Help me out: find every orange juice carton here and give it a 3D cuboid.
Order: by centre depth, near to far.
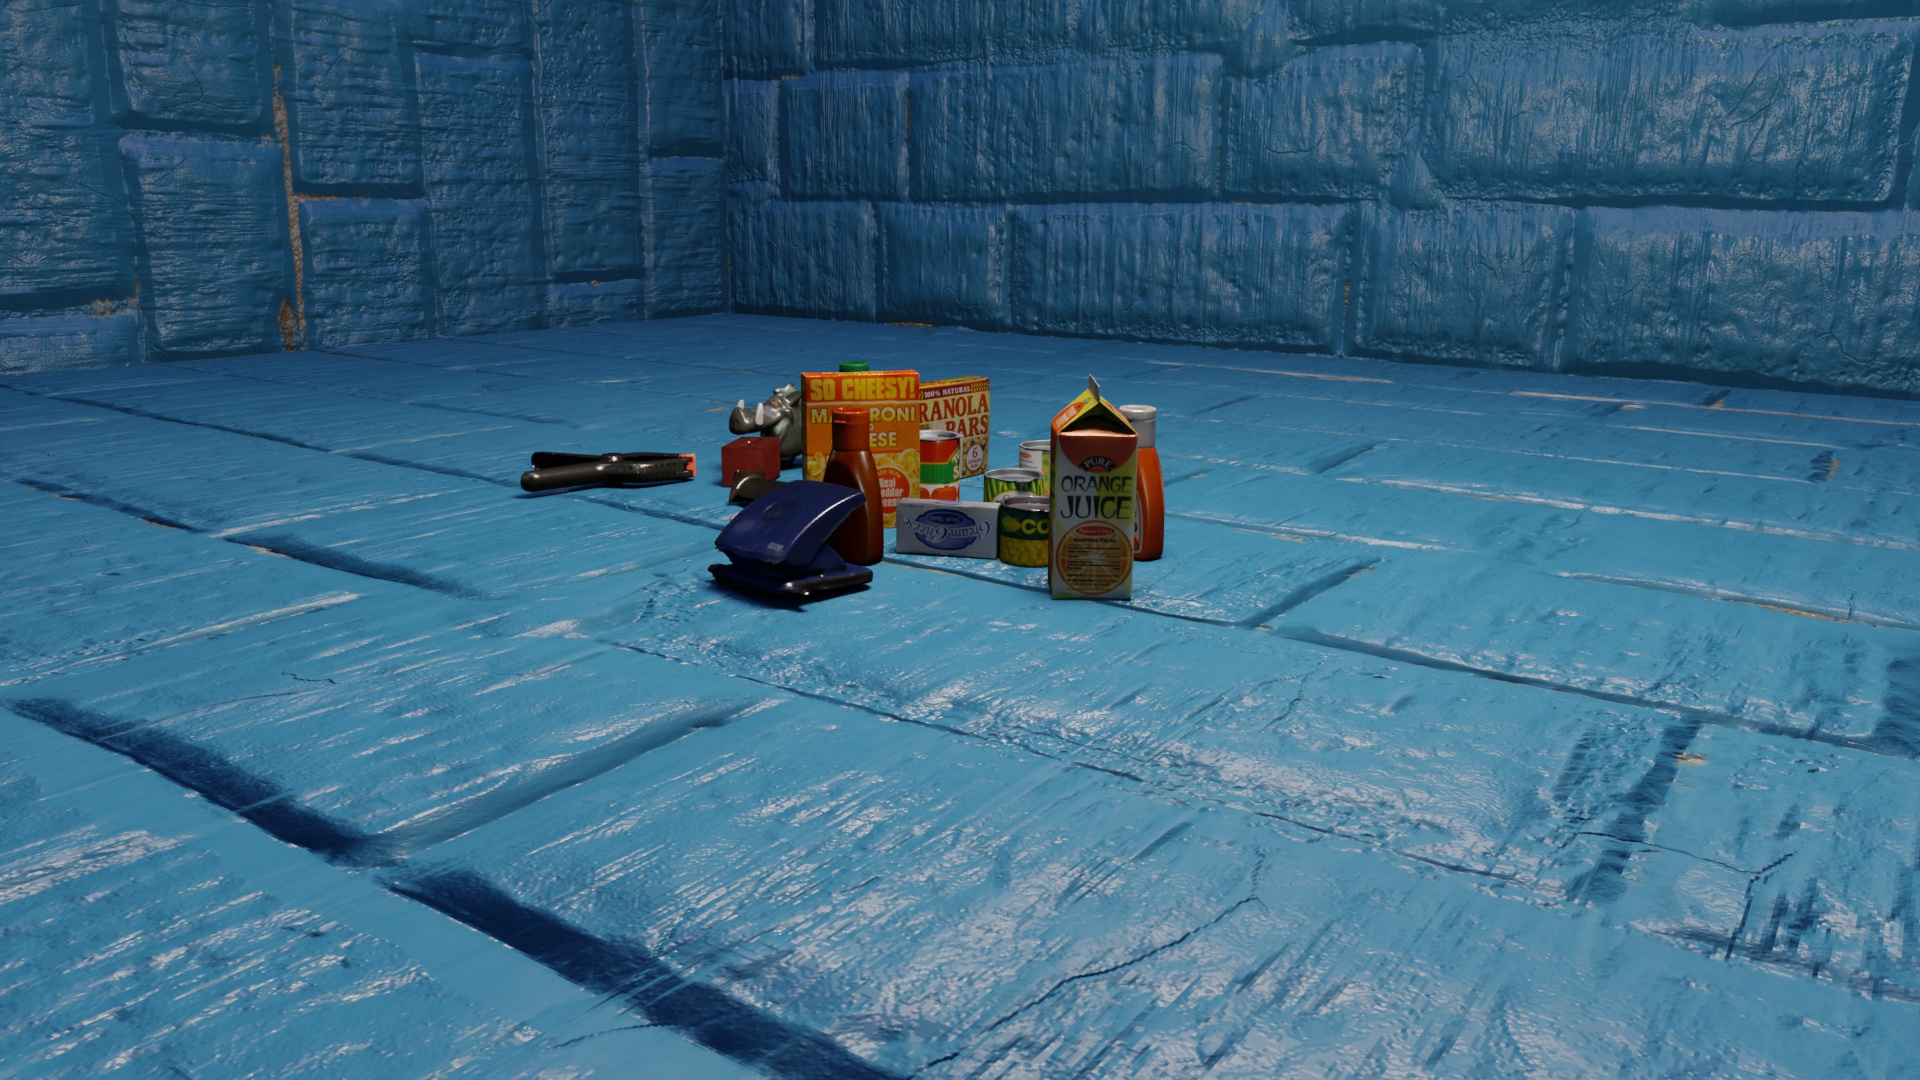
[{"bbox_3d":[0.117,-0.048,1.240,0.073,0.192,0.072,0,13,0],"label":"orange juice carton"}]

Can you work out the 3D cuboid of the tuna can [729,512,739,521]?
[{"bbox_3d":[-0.200,-0.009,1.401,0.071,0.032,0.071,0,14,0],"label":"tuna can"}]

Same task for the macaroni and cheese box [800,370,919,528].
[{"bbox_3d":[-0.107,-0.096,1.480,0.124,0.166,0.040,-3,14,-14],"label":"macaroni and cheese box"}]

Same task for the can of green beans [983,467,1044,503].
[{"bbox_3d":[0.057,-0.044,1.500,0.071,0.057,0.071,0,14,0],"label":"can of green beans"}]

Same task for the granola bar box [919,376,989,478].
[{"bbox_3d":[-0.030,-0.135,1.726,0.039,0.124,0.166,12,18,40],"label":"granola bar box"}]

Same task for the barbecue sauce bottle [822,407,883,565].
[{"bbox_3d":[-0.106,-0.053,1.342,0.065,0.148,0.044,9,16,31],"label":"barbecue sauce bottle"}]

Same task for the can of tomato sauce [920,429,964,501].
[{"bbox_3d":[-0.031,-0.081,1.592,0.071,0.083,0.071,0,14,0],"label":"can of tomato sauce"}]

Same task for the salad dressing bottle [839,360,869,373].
[{"bbox_3d":[-0.132,-0.148,1.724,0.064,0.147,0.044,6,15,22],"label":"salad dressing bottle"}]

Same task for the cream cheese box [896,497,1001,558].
[{"bbox_3d":[-0.012,-0.012,1.378,0.104,0.053,0.024,3,14,11],"label":"cream cheese box"}]

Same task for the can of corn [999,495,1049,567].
[{"bbox_3d":[0.072,-0.009,1.357,0.071,0.058,0.071,0,14,0],"label":"can of corn"}]

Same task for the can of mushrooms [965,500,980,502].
[{"bbox_3d":[0.005,-0.018,1.443,0.071,0.033,0.071,0,14,0],"label":"can of mushrooms"}]

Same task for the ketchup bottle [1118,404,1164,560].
[{"bbox_3d":[0.173,-0.058,1.371,0.044,0.148,0.065,-11,18,-40],"label":"ketchup bottle"}]

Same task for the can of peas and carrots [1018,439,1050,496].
[{"bbox_3d":[0.105,-0.088,1.675,0.071,0.058,0.071,0,14,0],"label":"can of peas and carrots"}]
